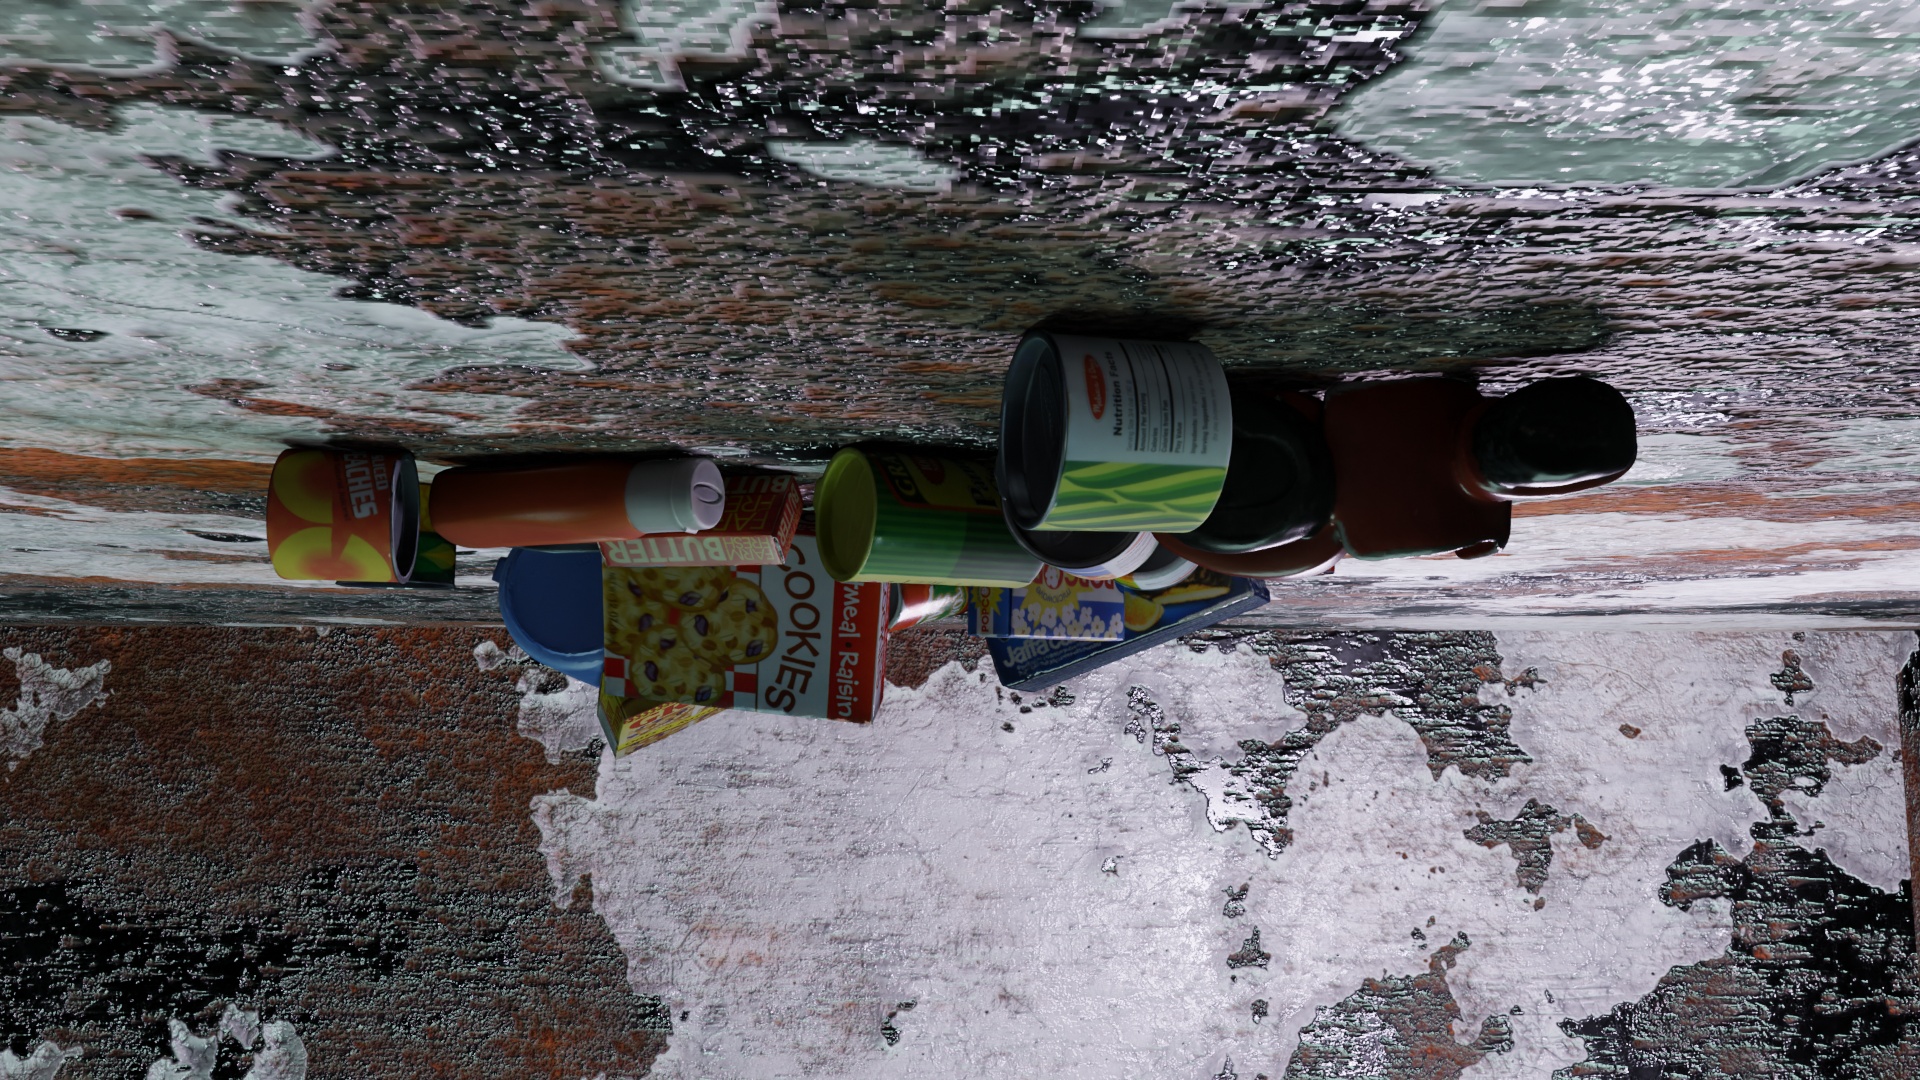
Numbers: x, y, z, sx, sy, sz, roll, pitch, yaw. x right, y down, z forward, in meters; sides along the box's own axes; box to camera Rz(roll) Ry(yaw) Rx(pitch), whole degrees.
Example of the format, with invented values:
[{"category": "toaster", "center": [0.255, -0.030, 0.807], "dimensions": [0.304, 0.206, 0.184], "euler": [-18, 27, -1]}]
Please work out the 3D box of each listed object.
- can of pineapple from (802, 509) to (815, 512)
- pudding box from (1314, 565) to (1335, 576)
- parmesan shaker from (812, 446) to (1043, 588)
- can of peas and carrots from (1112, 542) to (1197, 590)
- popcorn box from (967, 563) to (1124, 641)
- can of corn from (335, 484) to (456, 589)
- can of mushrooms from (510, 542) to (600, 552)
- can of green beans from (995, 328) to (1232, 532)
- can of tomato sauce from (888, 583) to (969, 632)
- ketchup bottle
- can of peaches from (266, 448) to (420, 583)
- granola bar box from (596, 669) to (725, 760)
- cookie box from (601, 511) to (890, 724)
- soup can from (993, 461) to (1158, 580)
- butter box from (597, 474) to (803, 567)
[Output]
[{"category": "can of pineapple", "center": [-0.121, 0.008, 0.891], "dimensions": [0.058, 0.071, 0.071], "euler": [7, 171, -34]}, {"category": "pudding box", "center": [0.241, 0.012, 1.076], "dimensions": [0.084, 0.030, 0.049], "euler": [3, 174, -23]}, {"category": "parmesan shaker", "center": [-0.014, -0.012, 0.704], "dimensions": [0.103, 0.071, 0.071], "euler": [3, 173, -31]}, {"category": "can of peas and carrots", "center": [0.092, -0.011, 0.709], "dimensions": [0.071, 0.071, 0.058], "euler": [-1, 173, 11]}, {"category": "popcorn box", "center": [0.059, 0.024, 0.929], "dimensions": [0.038, 0.085, 0.127], "euler": [-4, 173, 42]}, {"category": "can of corn", "center": [-0.332, -0.002, 0.826], "dimensions": [0.071, 0.058, 0.071], "euler": [0, 174, 0]}, {"category": "can of mushrooms", "center": [-0.244, -0.011, 0.850], "dimensions": [0.071, 0.033, 0.071], "euler": [0, 175, 0]}, {"category": "can of green beans", "center": [0.050, -0.036, 0.461], "dimensions": [0.058, 0.071, 0.071], "euler": [2, 173, -16]}, {"category": "can of tomato sauce", "center": [-0.035, 0.029, 0.975], "dimensions": [0.071, 0.071, 0.083], "euler": [-6, -176, 42]}, {"category": "ketchup bottle", "center": [-0.196, -0.020, 0.720], "dimensions": [0.149, 0.043, 0.065], "euler": [-2, 174, 19]}, {"category": "can of peaches", "center": [-0.304, -0.014, 0.687], "dimensions": [0.058, 0.071, 0.071], "euler": [2, 173, -10]}, {"category": "granola bar box", "center": [-0.166, 0.088, 0.960], "dimensions": [0.166, 0.039, 0.123], "euler": [-24, 168, -24]}, {"category": "cookie box", "center": [-0.128, 0.041, 0.836], "dimensions": [0.167, 0.122, 0.040], "euler": [6, -157, 2]}, {"category": "soup can", "center": [0.056, -0.018, 0.641], "dimensions": [0.071, 0.071, 0.084], "euler": [-1, 174, 12]}, {"category": "butter box", "center": [-0.142, -0.011, 0.763], "dimensions": [0.103, 0.053, 0.024], "euler": [-1, 130, 11]}]
